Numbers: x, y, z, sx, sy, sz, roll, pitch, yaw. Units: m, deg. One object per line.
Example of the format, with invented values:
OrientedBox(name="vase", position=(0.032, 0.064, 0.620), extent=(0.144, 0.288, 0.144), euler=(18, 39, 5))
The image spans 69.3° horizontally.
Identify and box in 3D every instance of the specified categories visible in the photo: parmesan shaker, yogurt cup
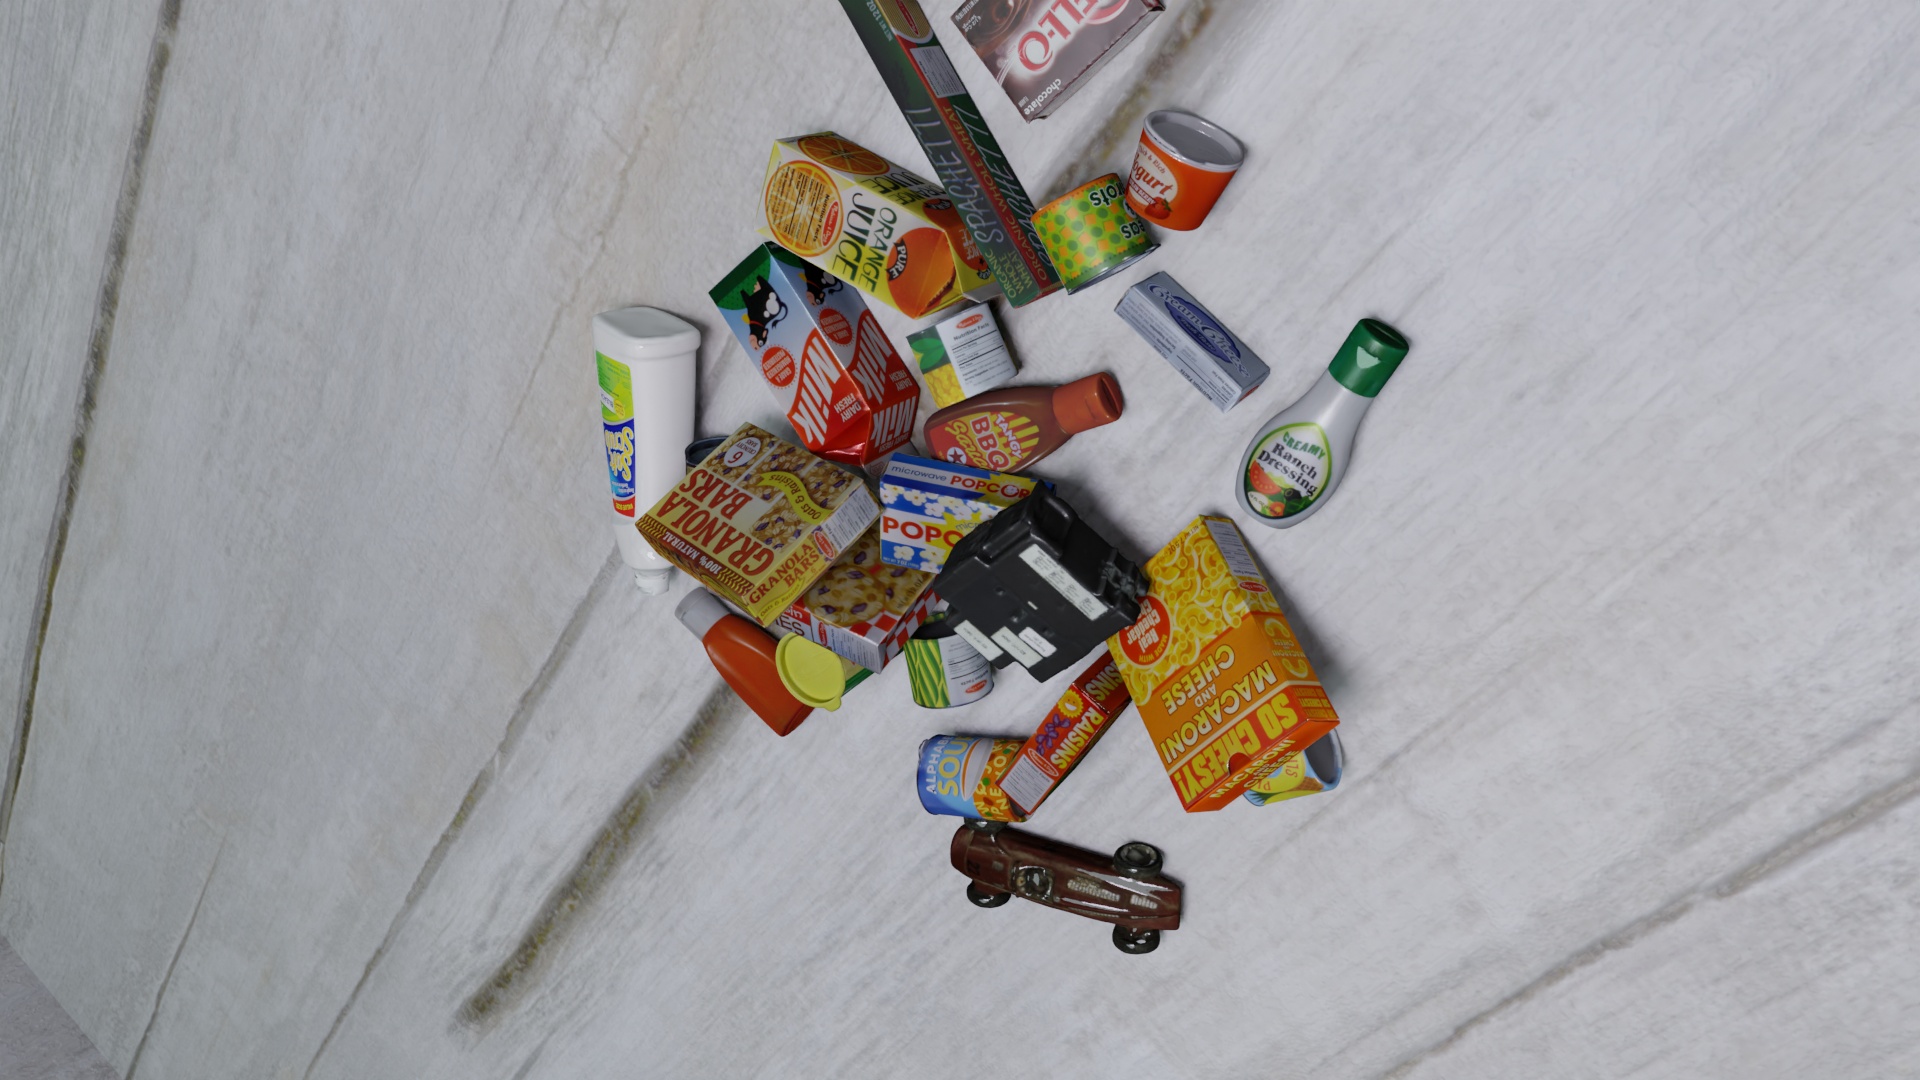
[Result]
OrientedBox(name="parmesan shaker", position=(-0.091, 0.087, 1.128), extent=(0.071, 0.103, 0.071), euler=(12, 114, 28))
OrientedBox(name="yogurt cup", position=(0.140, -0.235, 0.887), extent=(0.072, 0.073, 0.053), euler=(35, 131, 15))

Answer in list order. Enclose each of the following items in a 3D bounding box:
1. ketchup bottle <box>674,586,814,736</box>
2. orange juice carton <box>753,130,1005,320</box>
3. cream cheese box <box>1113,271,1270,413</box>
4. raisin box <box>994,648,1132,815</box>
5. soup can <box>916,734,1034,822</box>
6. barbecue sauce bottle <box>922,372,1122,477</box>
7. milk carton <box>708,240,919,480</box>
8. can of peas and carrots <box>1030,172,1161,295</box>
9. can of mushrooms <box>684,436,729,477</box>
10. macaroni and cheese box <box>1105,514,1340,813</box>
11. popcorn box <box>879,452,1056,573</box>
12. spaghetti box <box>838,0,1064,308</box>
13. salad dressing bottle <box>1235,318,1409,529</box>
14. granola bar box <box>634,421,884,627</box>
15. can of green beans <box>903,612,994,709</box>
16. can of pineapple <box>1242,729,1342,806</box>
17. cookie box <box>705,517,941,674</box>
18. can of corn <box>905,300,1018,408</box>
OrientedBox(name="ketchup bottle", position=(-0.190, 0.103, 1.230), extent=(0.149, 0.044, 0.064), euler=(42, 124, 10))
OrientedBox(name="orange juice carton", position=(-0.048, -0.220, 0.999), extent=(0.193, 0.072, 0.072), euler=(31, 122, 17))
OrientedBox(name="cream cheese box", position=(0.154, -0.133, 0.924), extent=(0.104, 0.053, 0.024), euler=(45, 127, 9))
OrientedBox(name="raisin box", position=(0.087, 0.142, 1.053), extent=(0.040, 0.086, 0.122), euler=(41, 124, 13))
OrientedBox(name="soup can", position=(0.015, 0.191, 1.126), extent=(0.083, 0.072, 0.071), euler=(-1, 108, 31))
OrientedBox(name="barbecue sauce bottle", position=(0.047, -0.084, 1.014), extent=(0.148, 0.044, 0.064), euler=(-17, 109, 34))
OrientedBox(name="milk carton", position=(-0.101, -0.135, 1.065), extent=(0.073, 0.073, 0.190), euler=(-33, 91, 36))
OrientedBox(name="can of peas and carrots", position=(0.090, -0.205, 0.926), extent=(0.070, 0.071, 0.058), euler=(-25, 94, 36))
OrientedBox(name="can of mushrooms", position=(-0.197, -0.060, 1.154), extent=(0.071, 0.071, 0.033), euler=(17, 118, 25))
OrientedBox(name="macaroni and cheese box", position=(0.171, 0.085, 0.962), extent=(0.123, 0.040, 0.167), euler=(-47, 51, 35))
OrientedBox(name="popcorn box", position=(0.004, -0.013, 1.038), extent=(0.127, 0.038, 0.084), euler=(12, 134, 9))
OrientedBox(name="spaghetti box", position=(-0.002, -0.277, 0.963), extent=(0.028, 0.050, 0.250), euler=(-28, 93, 38))
OrientedBox(name="salad dressing bottle", position=(0.235, -0.075, 0.904), extent=(0.064, 0.044, 0.147), euler=(36, 123, 12))
OrientedBox(name="granola bar box", position=(-0.154, -0.016, 1.046), extent=(0.166, 0.124, 0.039), euler=(27, 156, 46))
OrientedBox(name="can of green beans", position=(-0.010, 0.094, 1.105), extent=(0.071, 0.071, 0.057), euler=(-1, 108, 31))
OrientedBox(name="can of pineapple", position=(0.228, 0.150, 0.982), extent=(0.057, 0.071, 0.071), euler=(-22, 97, 35))
OrientedBox(name="cookie box", position=(-0.100, 0.022, 1.093), extent=(0.167, 0.123, 0.040), euler=(23, 140, 21))
OrientedBox(name="can of corn", position=(0.001, -0.134, 1.010), extent=(0.071, 0.071, 0.058), euler=(-19, 99, 35))
